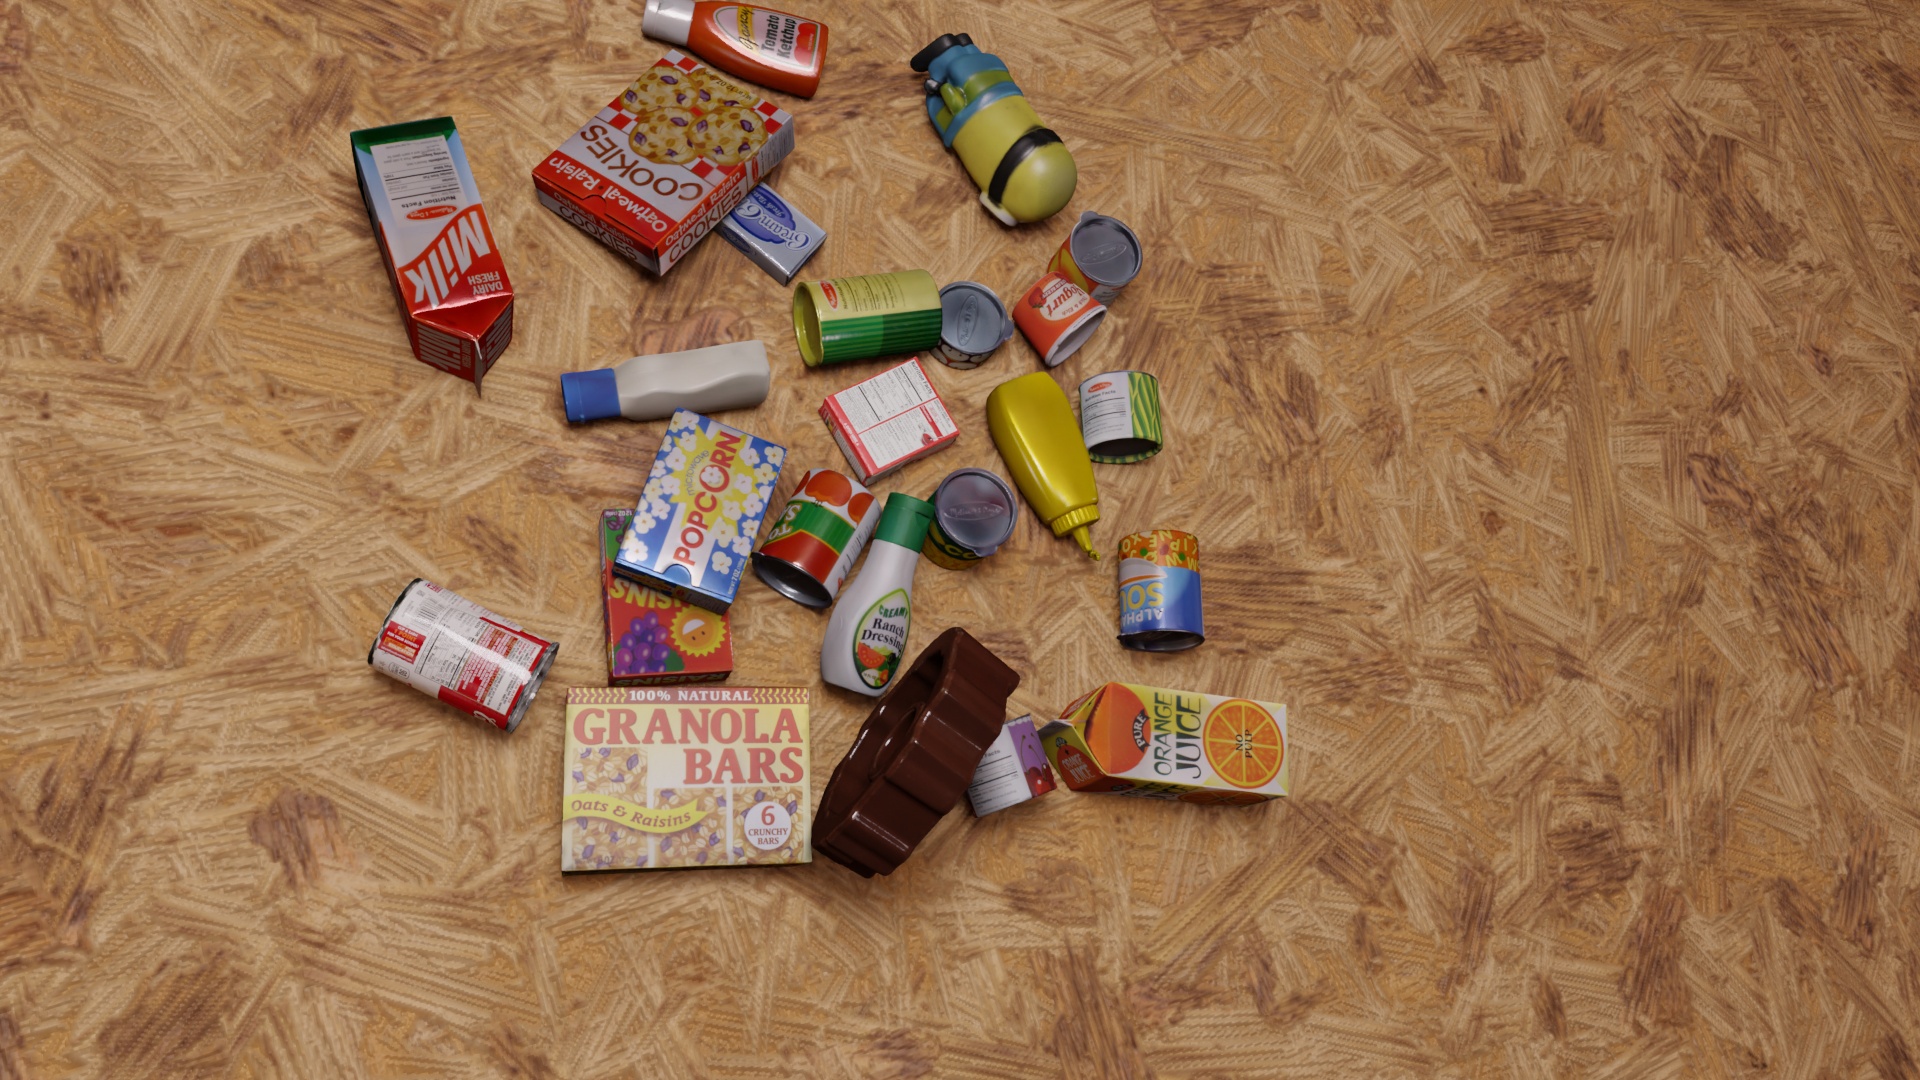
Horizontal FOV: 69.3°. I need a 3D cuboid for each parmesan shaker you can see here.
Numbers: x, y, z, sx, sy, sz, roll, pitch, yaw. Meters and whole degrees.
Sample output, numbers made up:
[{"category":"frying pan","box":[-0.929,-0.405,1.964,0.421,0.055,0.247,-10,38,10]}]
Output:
[{"category":"parmesan shaker","box":[-0.072,-0.174,1.095,0.103,0.071,0.071,-10,76,-22]}]

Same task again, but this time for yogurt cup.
[{"category":"yogurt cup","box":[0.080,-0.186,1.155,0.073,0.072,0.054,-39,80,-25]}]

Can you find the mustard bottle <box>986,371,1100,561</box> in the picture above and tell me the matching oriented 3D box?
[{"category":"mustard bottle","box":[0.074,-0.054,1.115,0.065,0.048,0.160,-18,80,-23]}]

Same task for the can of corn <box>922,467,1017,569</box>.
[{"category":"can of corn","box":[0.004,-0.013,1.072,0.071,0.058,0.071,6,71,-17]}]

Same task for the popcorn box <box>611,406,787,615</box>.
[{"category":"popcorn box","box":[-0.183,-0.021,0.978,0.085,0.038,0.127,22,65,-13]}]

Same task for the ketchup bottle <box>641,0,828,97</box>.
[{"category":"ketchup bottle","box":[-0.187,-0.417,1.152,0.149,0.043,0.065,12,69,-14]}]

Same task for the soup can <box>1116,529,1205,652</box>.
[{"category":"soup can","box":[0.156,0.040,1.101,0.071,0.071,0.084,6,70,-17]}]

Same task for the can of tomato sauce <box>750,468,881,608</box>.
[{"category":"can of tomato sauce","box":[-0.107,-0.003,1.026,0.071,0.071,0.083,31,65,-7]}]

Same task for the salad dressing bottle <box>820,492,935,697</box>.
[{"category":"salad dressing bottle","box":[-0.058,0.039,1.019,0.064,0.044,0.148,24,81,-45]}]

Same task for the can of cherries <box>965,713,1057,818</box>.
[{"category":"can of cherries","box":[0.032,0.165,1.018,0.072,0.071,0.058,-17,79,-23]}]

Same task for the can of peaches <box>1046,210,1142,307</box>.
[{"category":"can of peaches","box":[0.113,-0.237,1.185,0.071,0.058,0.071,6,71,-16]}]

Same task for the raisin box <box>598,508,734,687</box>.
[{"category":"raisin box","box":[-0.211,0.040,0.991,0.086,0.040,0.123,-2,72,-20]}]

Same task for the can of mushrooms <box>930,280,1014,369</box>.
[{"category":"can of mushrooms","box":[0.006,-0.176,1.141,0.071,0.033,0.071,6,70,-17]}]

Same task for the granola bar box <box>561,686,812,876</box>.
[{"category":"granola bar box","box":[-0.188,0.164,0.957,0.166,0.039,0.124,2,72,-18]}]

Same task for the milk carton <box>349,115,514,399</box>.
[{"category":"milk carton","box":[-0.373,-0.200,0.999,0.074,0.072,0.191,-17,77,-23]}]

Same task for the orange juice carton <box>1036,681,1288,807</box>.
[{"category":"orange juice carton","box":[0.148,0.155,1.057,0.193,0.071,0.073,9,69,-16]}]

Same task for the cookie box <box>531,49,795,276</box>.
[{"category":"cookie box","box":[-0.229,-0.297,1.080,0.123,0.040,0.168,32,64,13]}]

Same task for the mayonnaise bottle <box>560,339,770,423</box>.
[{"category":"mayonnaise bottle","box":[-0.218,-0.115,1.030,0.148,0.064,0.041,-10,73,-18]}]

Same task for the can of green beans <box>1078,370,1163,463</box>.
[{"category":"can of green beans","box":[0.132,-0.100,1.141,0.071,0.071,0.058,3,72,-18]}]

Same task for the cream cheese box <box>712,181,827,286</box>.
[{"category":"cream cheese box","box":[-0.163,-0.257,1.115,0.104,0.024,0.053,39,66,-3]}]
